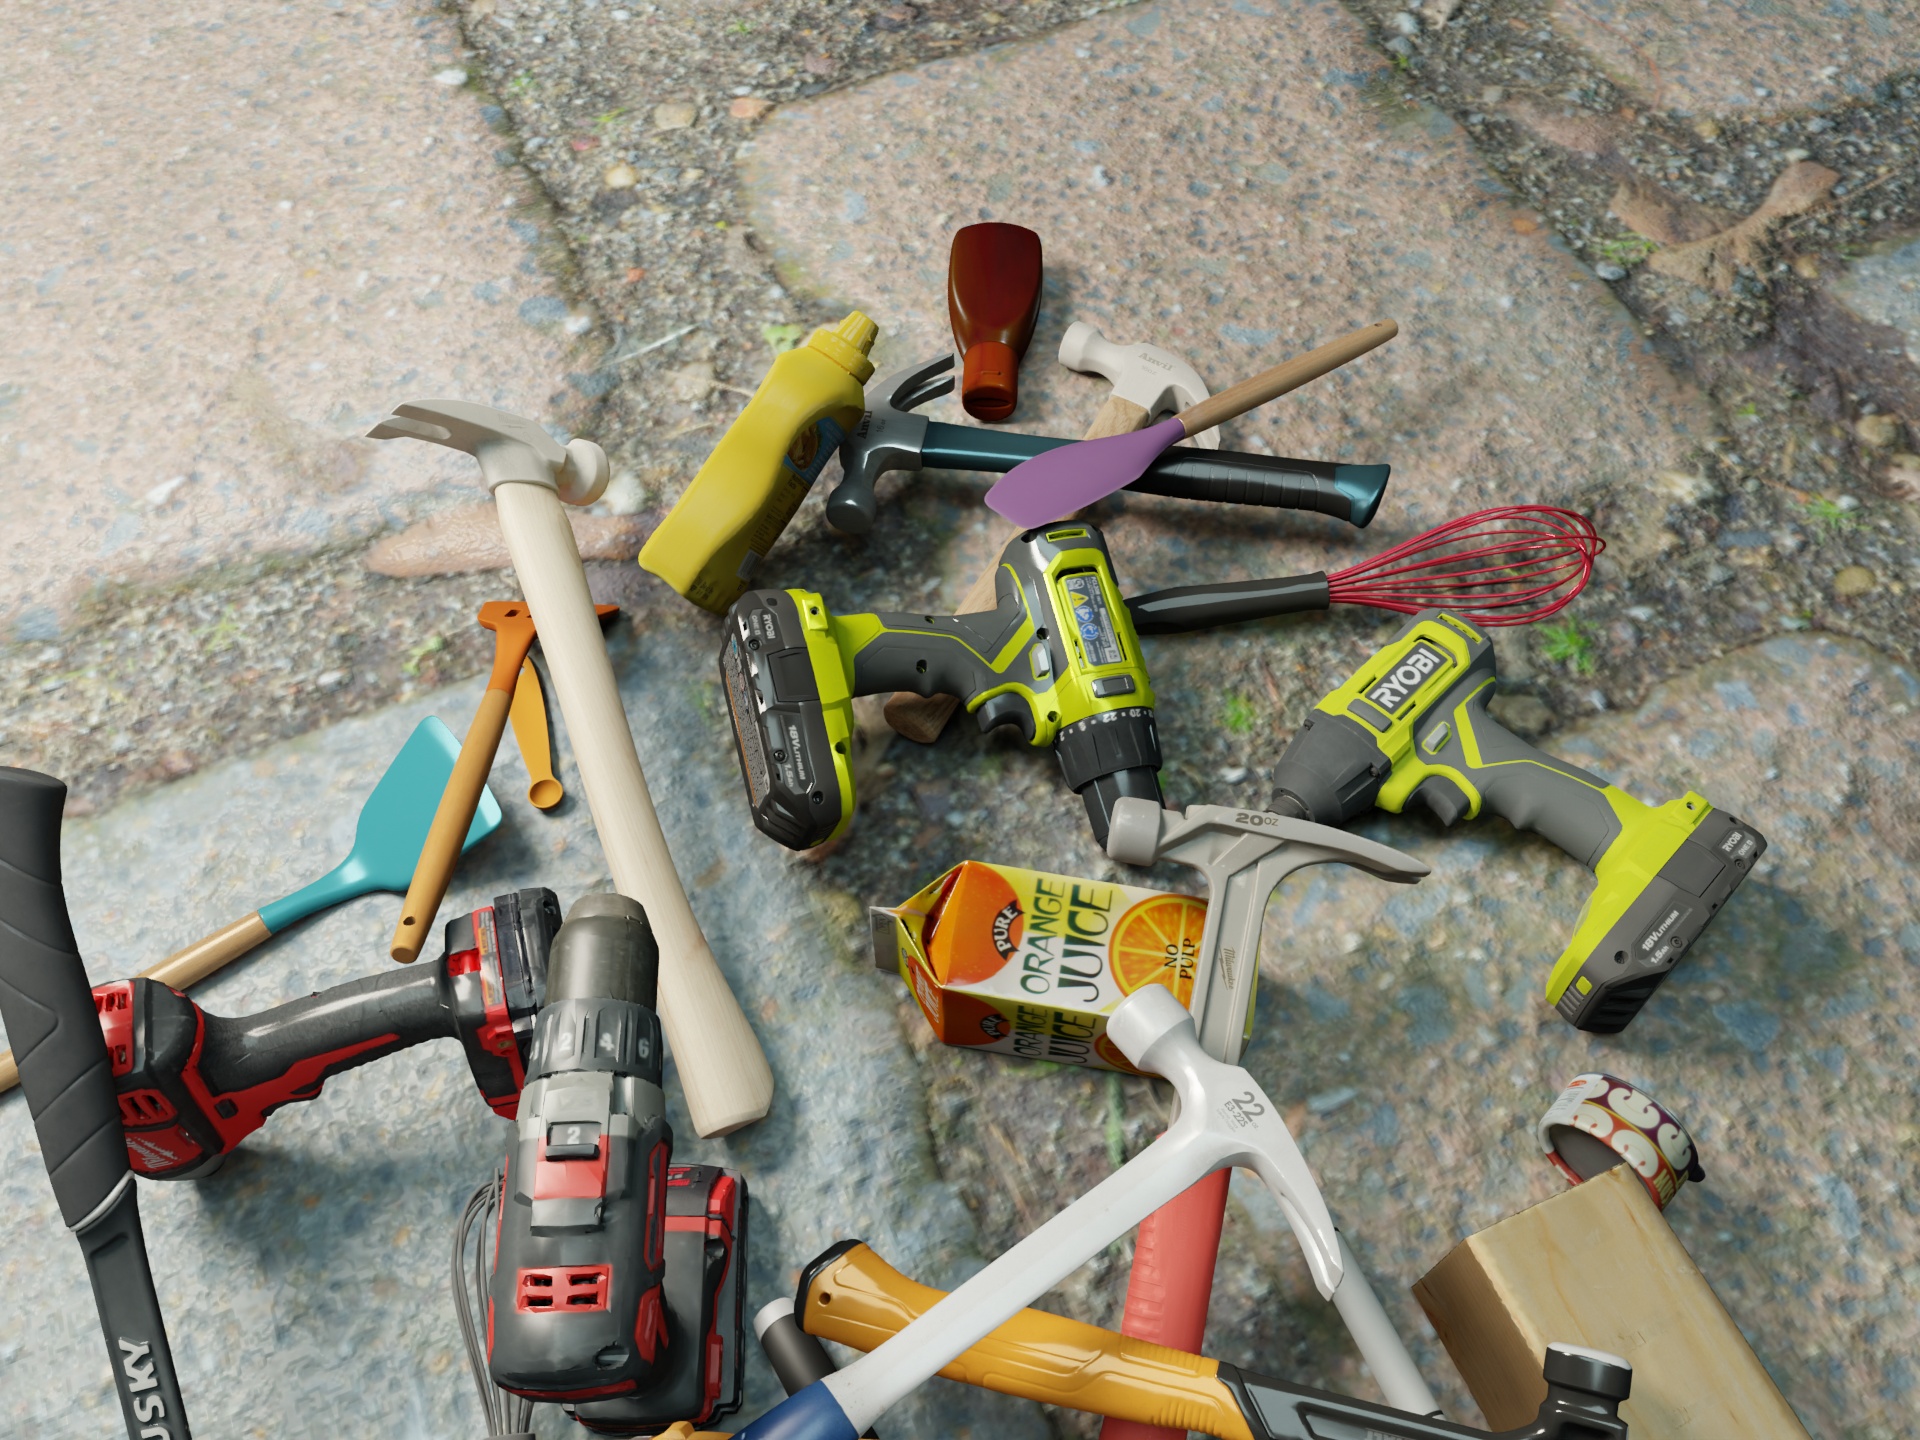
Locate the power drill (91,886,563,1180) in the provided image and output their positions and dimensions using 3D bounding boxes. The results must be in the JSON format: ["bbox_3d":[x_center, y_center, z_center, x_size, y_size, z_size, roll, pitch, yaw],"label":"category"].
[{"bbox_3d":[-0.290,0.159,0.748,0.219,0.143,0.079,-11,54,-15],"label":"power drill"}]

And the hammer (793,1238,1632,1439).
[{"bbox_3d":[0.091,0.283,0.649,0.337,0.034,0.127,10,74,13],"label":"hammer"}]

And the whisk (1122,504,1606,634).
[{"bbox_3d":[0.235,-0.079,0.944,0.296,0.073,0.073,-8,58,1],"label":"whisk"}]

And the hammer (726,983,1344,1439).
[{"bbox_3d":[-0.033,0.257,0.599,0.405,0.035,0.144,-30,57,-21],"label":"hammer"}]

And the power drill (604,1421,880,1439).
[{"bbox_3d":[-0.114,0.388,0.601,0.185,0.084,0.226,2,74,3],"label":"power drill"}]

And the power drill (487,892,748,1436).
[{"bbox_3d":[-0.140,0.196,0.666,0.080,0.226,0.188,-2,58,-2],"label":"power drill"}]

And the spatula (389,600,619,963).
[{"bbox_3d":[-0.244,0.011,0.826,0.081,0.041,0.323,2,37,-2],"label":"spatula"}]

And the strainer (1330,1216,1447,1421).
[{"bbox_3d":[0.206,0.318,0.693,0.087,0.050,0.259,-47,48,23],"label":"strainer"}]

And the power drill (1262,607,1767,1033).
[{"bbox_3d":[0.287,0.054,0.850,0.223,0.080,0.171,38,64,25],"label":"power drill"}]

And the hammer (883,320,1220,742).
[{"bbox_3d":[0.054,-0.116,0.979,0.130,0.031,0.331,26,62,15],"label":"hammer"}]

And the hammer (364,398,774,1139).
[{"bbox_3d":[-0.190,0.016,0.822,0.038,0.146,0.411,-32,70,27],"label":"hammer"}]

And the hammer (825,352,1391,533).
[{"bbox_3d":[0.092,-0.154,0.964,0.331,0.033,0.128,7,60,5],"label":"hammer"}]

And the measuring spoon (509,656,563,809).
[{"bbox_3d":[-0.247,0.005,0.916,0.021,0.011,0.117,-16,56,-10],"label":"measuring spoon"}]

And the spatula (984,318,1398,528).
[{"bbox_3d":[0.147,-0.184,0.951,0.316,0.018,0.060,-28,46,-24],"label":"spatula"}]

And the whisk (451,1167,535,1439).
[{"bbox_3d":[-0.200,0.318,0.700,0.055,0.055,0.239,-6,63,-4],"label":"whisk"}]

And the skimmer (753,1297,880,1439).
[{"bbox_3d":[0.038,0.365,0.637,0.090,0.127,0.364,-23,46,-25],"label":"skimmer"}]

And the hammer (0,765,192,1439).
[{"bbox_3d":[-0.348,0.215,0.645,0.149,0.036,0.409,-13,93,-7],"label":"hammer"}]

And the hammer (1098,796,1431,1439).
[{"bbox_3d":[0.110,0.216,0.709,0.149,0.036,0.359,11,74,5],"label":"hammer"}]

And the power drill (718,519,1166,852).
[{"bbox_3d":[-0.001,-0.003,0.857,0.228,0.080,0.191,-9,74,-19],"label":"power drill"}]

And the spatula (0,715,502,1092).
[{"bbox_3d":[-0.390,0.113,0.826,0.317,0.044,0.082,-32,67,-18],"label":"spatula"}]
